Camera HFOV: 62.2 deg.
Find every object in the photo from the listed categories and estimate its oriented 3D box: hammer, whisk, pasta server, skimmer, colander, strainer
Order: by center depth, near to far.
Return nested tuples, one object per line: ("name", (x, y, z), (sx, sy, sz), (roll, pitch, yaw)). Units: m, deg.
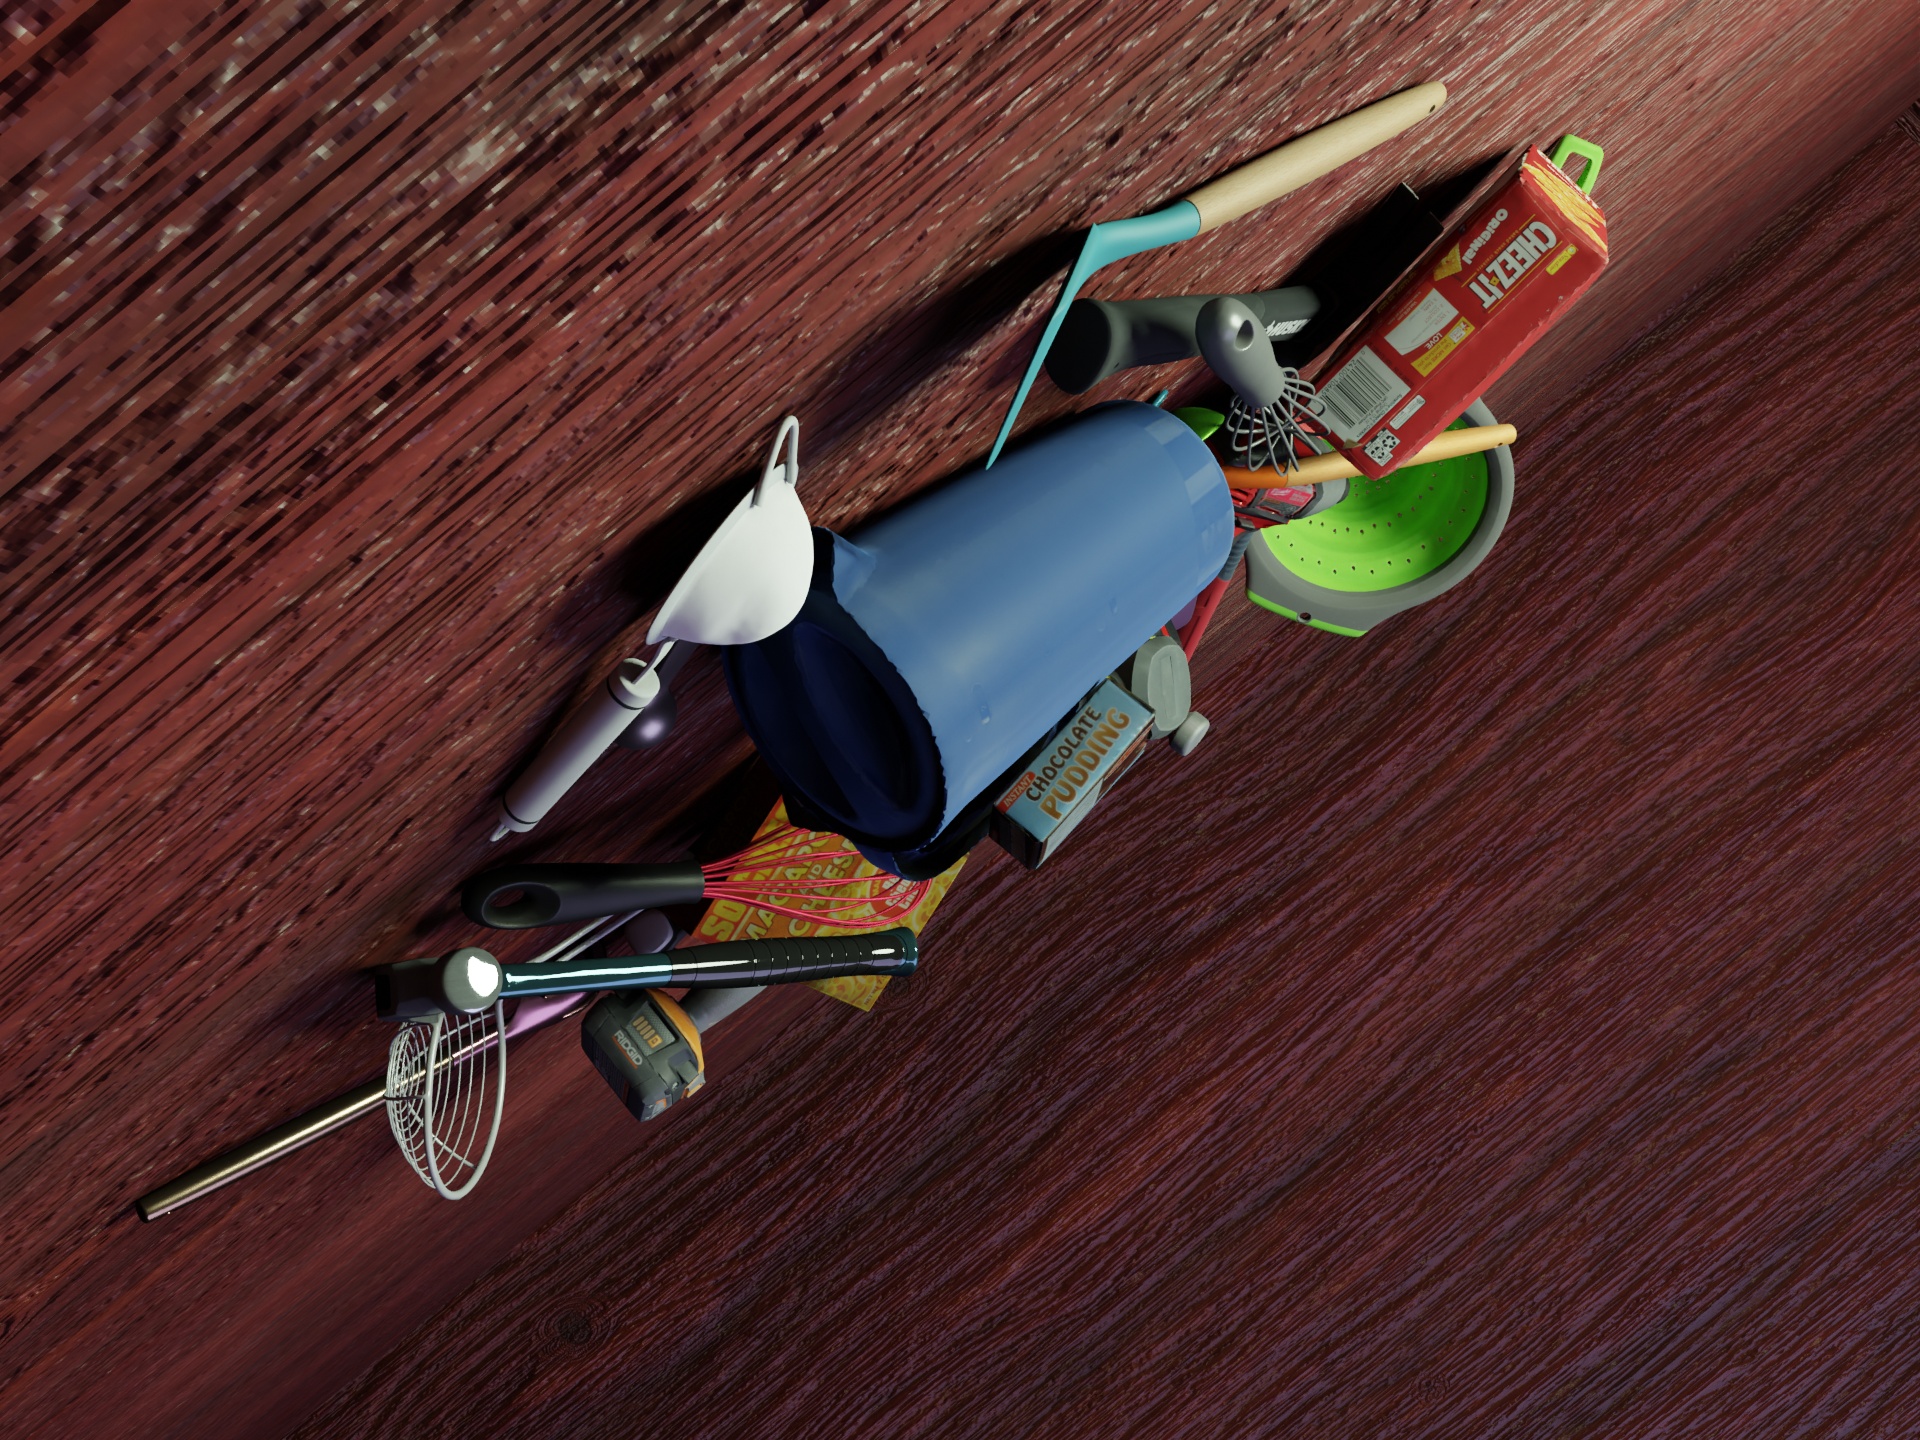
("strainer", (-0.122, -0.018, 0.623), (0.258, 0.050, 0.087), (-41, -174, 35))
("whisk", (0.139, -0.157, 0.751), (0.055, 0.055, 0.239), (-41, 166, 13))
("hammer", (0.135, -0.199, 0.777), (0.146, 0.035, 0.335), (-44, 170, 33))
("hammer", (-0.149, 0.132, 0.848), (0.330, 0.033, 0.128), (4, 167, -44))
("whisk", (-0.127, 0.084, 0.851), (0.295, 0.073, 0.073), (-1, 146, -43))
("pasta server", (-0.333, 0.206, 0.945), (0.316, 0.040, 0.060), (-24, 164, -46))
("skimmer", (-0.187, 0.133, 0.947), (0.363, 0.090, 0.127), (-36, 139, -36))
("hammer", (-0.089, 0.075, 1.169), (0.337, 0.034, 0.127), (-34, 170, -6))
("colander", (0.338, -0.249, 1.172), (0.095, 0.204, 0.396), (-86, -163, -53))
("hammer", (0.178, -0.122, 1.223), (0.038, 0.143, 0.386), (-43, 163, -32))

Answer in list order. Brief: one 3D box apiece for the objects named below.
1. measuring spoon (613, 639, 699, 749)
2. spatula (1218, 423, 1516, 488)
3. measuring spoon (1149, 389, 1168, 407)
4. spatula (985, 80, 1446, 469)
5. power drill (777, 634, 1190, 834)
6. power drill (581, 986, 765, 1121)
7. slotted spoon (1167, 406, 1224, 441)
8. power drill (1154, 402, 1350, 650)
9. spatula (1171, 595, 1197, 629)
("measuring spoon", (-0.117, -0.022, 0.679), (0.034, 0.018, 0.124), (-30, 167, -46))
("spatula", (0.213, -0.141, 0.945), (0.322, 0.041, 0.081), (-14, 160, -25))
("measuring spoon", (0.067, -0.138, 0.885), (0.128, 0.021, 0.042), (-50, 177, 8))
("spatula", (0.114, -0.202, 0.640), (0.317, 0.044, 0.082), (-35, 165, -32))
("power drill", (-0.001, -0.003, 0.915), (0.191, 0.080, 0.228), (2, -166, 37))
("power drill", (-0.146, 0.166, 1.088), (0.226, 0.084, 0.185), (-37, 171, -23))
("slotted spoon", (0.064, -0.093, 0.952), (0.070, 0.031, 0.313), (-45, 177, -34))
("power drill", (0.151, -0.110, 1.046), (0.143, 0.079, 0.219), (5, 139, -41))
("spatula", (0.052, -0.034, 1.143), (0.316, 0.018, 0.059), (-26, 144, -26))
